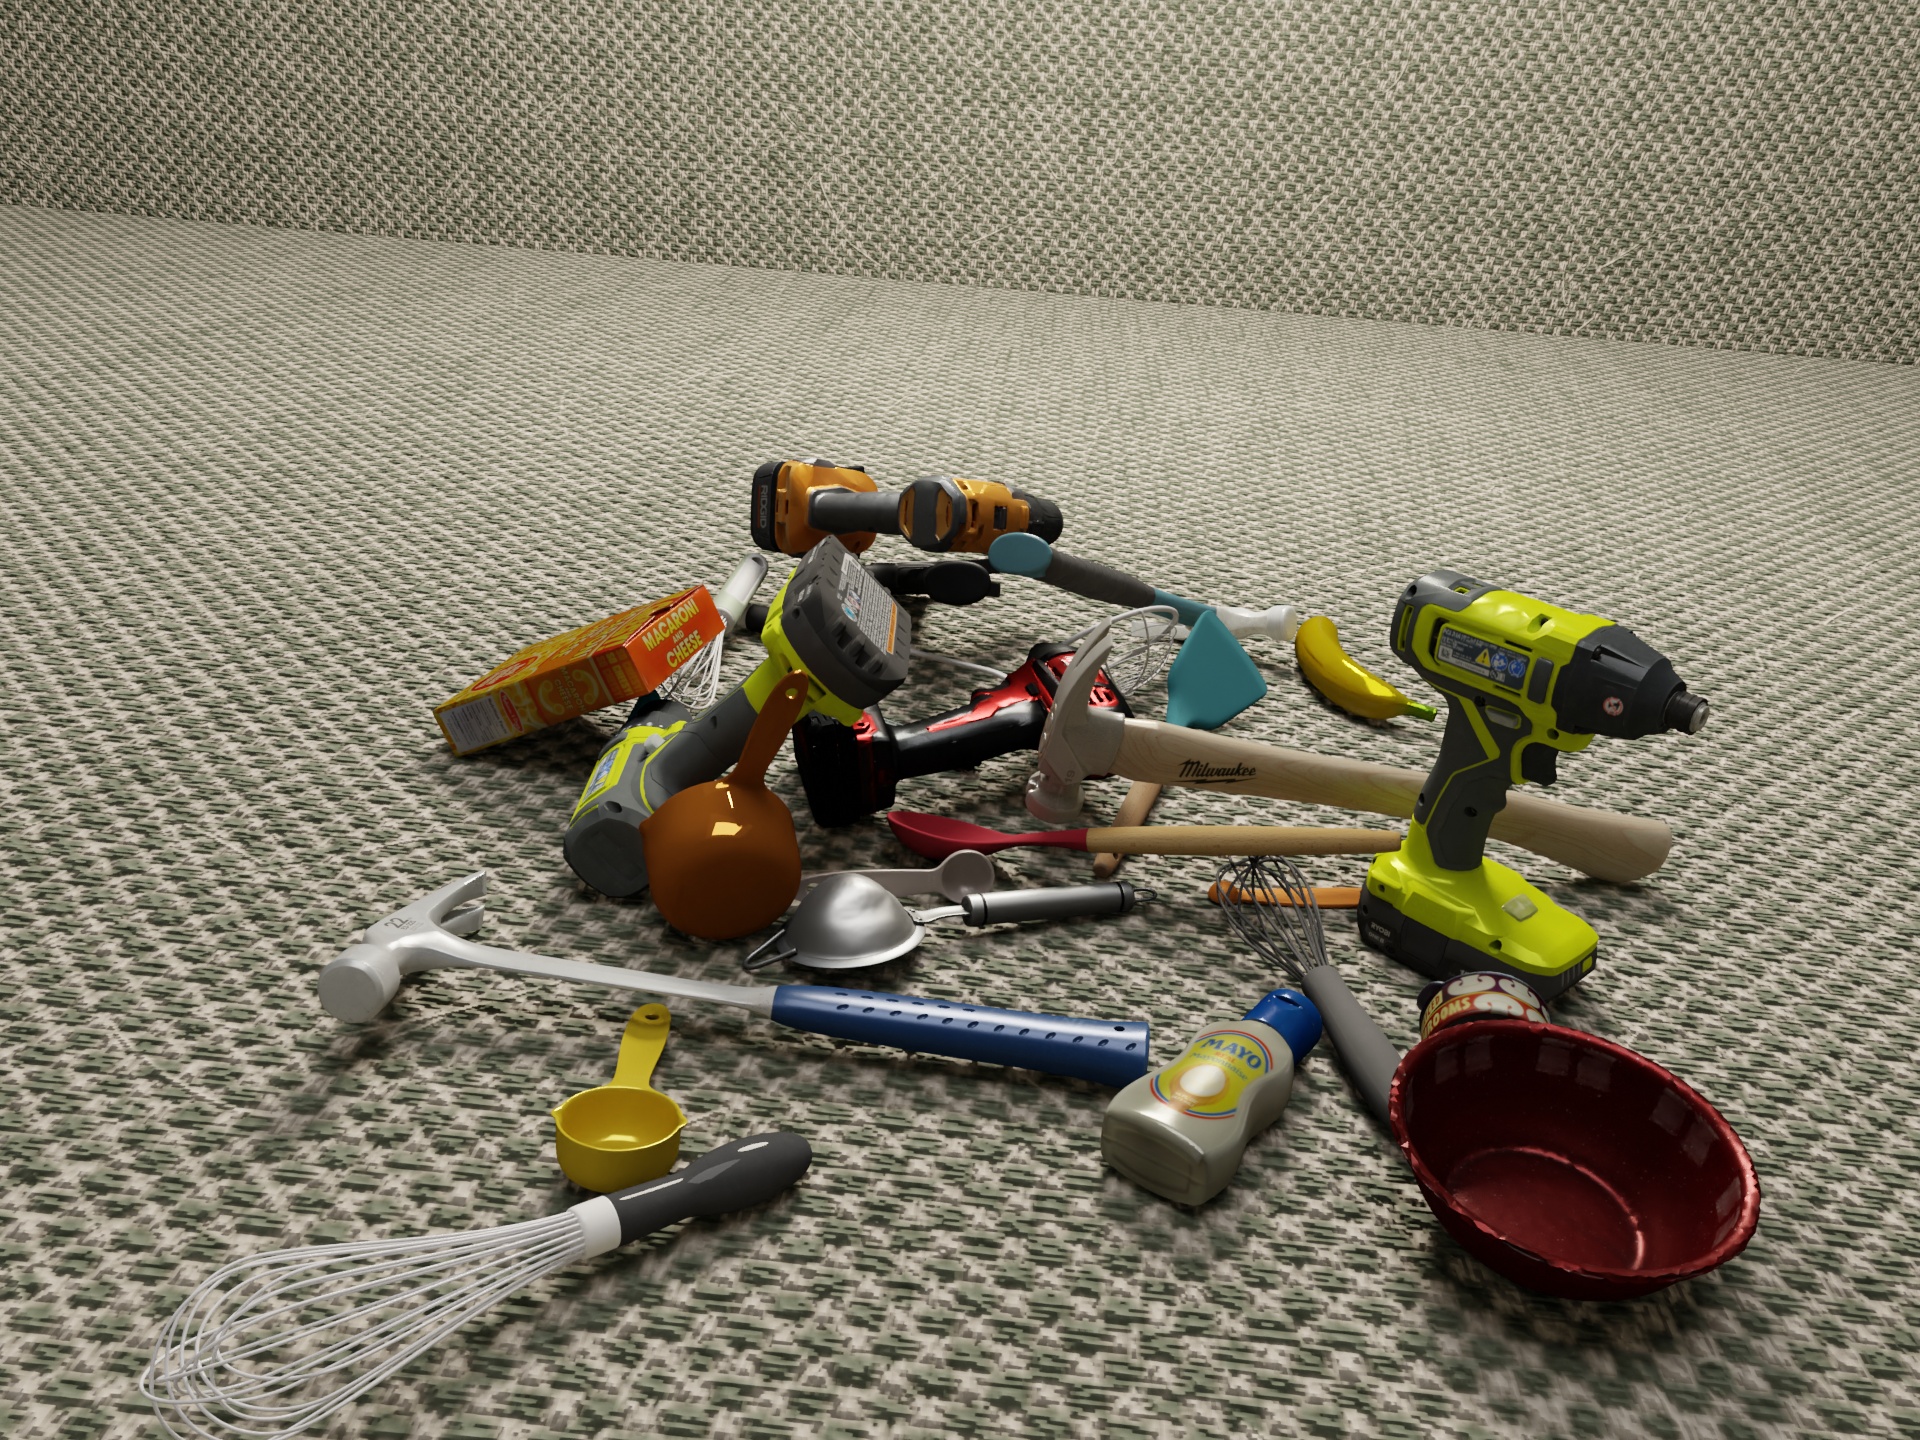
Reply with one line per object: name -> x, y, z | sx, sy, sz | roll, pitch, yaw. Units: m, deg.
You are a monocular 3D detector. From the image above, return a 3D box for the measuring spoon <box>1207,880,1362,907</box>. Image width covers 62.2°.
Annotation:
measuring spoon -> 0.212, 0.107, 0.995 | 0.117, 0.011, 0.021 | 2, 26, -6

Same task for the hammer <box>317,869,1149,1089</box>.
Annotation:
hammer -> -0.106, 0.142, 0.826 | 0.405, 0.035, 0.144 | 8, 14, 2

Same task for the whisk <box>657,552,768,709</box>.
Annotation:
whisk -> -0.191, -0.075, 1.244 | 0.057, 0.059, 0.246 | 36, 29, -11

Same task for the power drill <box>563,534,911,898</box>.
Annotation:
power drill -> -0.140, -0.008, 0.985 | 0.080, 0.228, 0.191 | 46, 18, -19

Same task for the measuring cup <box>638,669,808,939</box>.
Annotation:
measuring cup -> -0.116, 0.052, 0.878 | 0.095, 0.173, 0.052 | 12, 36, -26

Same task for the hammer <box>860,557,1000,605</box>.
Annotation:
hammer -> -0.016, -0.112, 1.264 | 0.146, 0.035, 0.335 | -2, 6, -9

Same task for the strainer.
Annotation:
strainer -> 0.000, 0.109, 0.928 | 0.258, 0.050, 0.087 | -2, 18, -22

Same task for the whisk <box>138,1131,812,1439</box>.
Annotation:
whisk -> -0.181, 0.218, 0.652 | 0.284, 0.070, 0.070 | -10, 28, -39

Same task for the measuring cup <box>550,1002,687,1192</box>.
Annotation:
measuring cup -> -0.159, 0.181, 0.776 | 0.062, 0.029, 0.157 | 5, 13, -4

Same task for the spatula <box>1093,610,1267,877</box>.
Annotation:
spatula -> 0.150, 0.021, 1.124 | 0.044, 0.082, 0.318 | -32, 11, 32

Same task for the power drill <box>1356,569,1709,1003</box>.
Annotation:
power drill -> 0.314, 0.043, 0.898 | 0.080, 0.223, 0.171 | -19, 34, -39

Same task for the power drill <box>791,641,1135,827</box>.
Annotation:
power drill -> -0.002, -0.003, 1.081 | 0.219, 0.078, 0.143 | -8, 31, -11

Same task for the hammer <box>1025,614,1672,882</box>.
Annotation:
hammer -> 0.256, 0.035, 1.002 | 0.410, 0.146, 0.038 | 11, 39, -7

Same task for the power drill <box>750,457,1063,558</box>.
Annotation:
power drill -> -0.040, -0.173, 1.336 | 0.226, 0.084, 0.185 | 8, 8, 35

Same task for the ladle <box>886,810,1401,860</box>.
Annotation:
ladle -> 0.103, 0.071, 0.960 | 0.315, 0.031, 0.069 | -1, 3, 21

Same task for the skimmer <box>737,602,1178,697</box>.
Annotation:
skimmer -> -0.011, -0.078, 1.258 | 0.363, 0.090, 0.127 | 13, -1, 22

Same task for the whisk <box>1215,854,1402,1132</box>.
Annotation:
whisk -> 0.198, 0.143, 0.879 | 0.055, 0.055, 0.239 | -2, 30, -14

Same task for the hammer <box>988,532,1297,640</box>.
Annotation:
hammer -> 0.135, -0.099, 1.241 | 0.128, 0.033, 0.330 | 2, -5, 37

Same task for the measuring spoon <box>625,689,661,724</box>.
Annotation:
measuring spoon -> -0.226, 0.019, 1.093 | 0.021, 0.042, 0.129 | 26, 31, -13

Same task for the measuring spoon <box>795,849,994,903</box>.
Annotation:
measuring spoon -> -0.042, 0.096, 0.961 | 0.124, 0.034, 0.018 | -4, 17, -7
